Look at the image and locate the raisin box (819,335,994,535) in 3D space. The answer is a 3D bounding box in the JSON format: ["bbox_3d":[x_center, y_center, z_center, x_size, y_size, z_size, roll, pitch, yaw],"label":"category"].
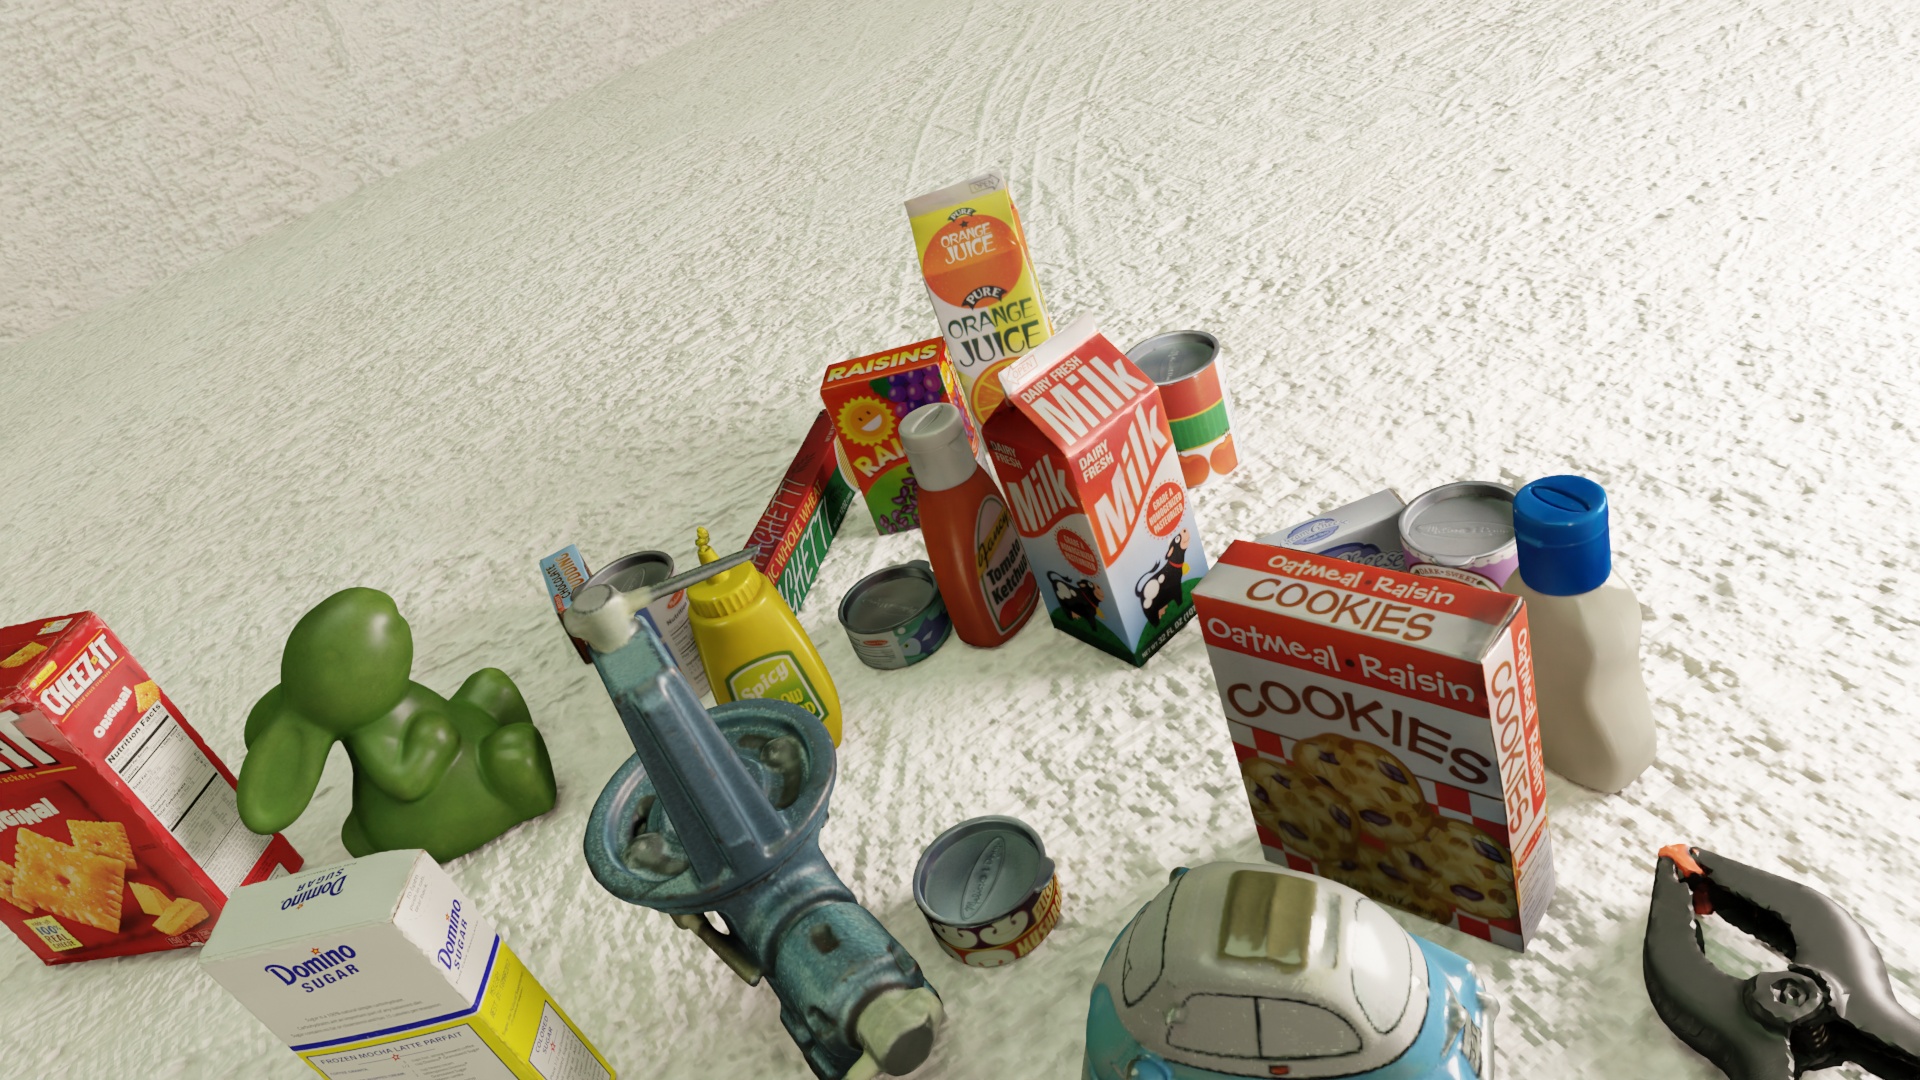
[{"bbox_3d":[-0.034,-0.070,0.947,0.086,0.123,0.040,-12,34,14],"label":"raisin box"}]

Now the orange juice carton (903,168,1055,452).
[{"bbox_3d":[0.023,-0.166,0.991,0.072,0.191,0.073,-15,33,9],"label":"orange juice carton"}]

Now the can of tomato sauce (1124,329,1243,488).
[{"bbox_3d":[0.143,-0.085,0.909,0.071,0.082,0.071,-14,34,10],"label":"can of tomato sauce"}]

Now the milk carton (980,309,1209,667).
[{"bbox_3d":[0.073,-0.030,0.769,0.072,0.189,0.073,-38,37,-24],"label":"milk carton"}]

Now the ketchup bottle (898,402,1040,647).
[{"bbox_3d":[0.003,-0.010,0.818,0.043,0.148,0.065,6,42,35],"label":"ketchup bottle"}]

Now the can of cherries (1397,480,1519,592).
[{"bbox_3d":[0.265,0.012,0.725,0.071,0.058,0.072,-14,34,10],"label":"can of cherries"}]

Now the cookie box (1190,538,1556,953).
[{"bbox_3d":[0.173,0.083,0.574,0.123,0.166,0.040,13,46,41],"label":"cookie box"}]

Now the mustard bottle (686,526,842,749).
[{"bbox_3d":[-0.117,0.059,0.773,0.065,0.159,0.049,-25,33,-6],"label":"mustard bottle"}]

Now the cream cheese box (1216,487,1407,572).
[{"bbox_3d":[0.197,0.015,0.763,0.104,0.053,0.024,-21,33,-1],"label":"cream cheese box"}]

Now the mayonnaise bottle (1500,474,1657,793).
[{"bbox_3d":[0.266,0.040,0.603,0.041,0.147,0.065,-32,34,-16],"label":"mayonnaise bottle"}]

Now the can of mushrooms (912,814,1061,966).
[{"bbox_3d":[0.015,0.167,0.662,0.071,0.033,0.071,-14,34,10],"label":"can of mushrooms"}]

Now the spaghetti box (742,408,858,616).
[{"bbox_3d":[-0.115,-0.005,0.965,0.028,0.050,0.251,-7,36,21],"label":"spaghetti box"}]

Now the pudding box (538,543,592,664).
[{"bbox_3d":[-0.269,0.044,0.979,0.030,0.049,0.084,-28,34,-10],"label":"pudding box"}]

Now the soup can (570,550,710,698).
[{"bbox_3d":[-0.200,0.059,0.889,0.071,0.083,0.072,-14,34,10],"label":"soup can"}]

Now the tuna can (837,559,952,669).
[{"bbox_3d":[-0.039,0.046,0.866,0.071,0.032,0.071,-14,34,10],"label":"tuna can"}]
